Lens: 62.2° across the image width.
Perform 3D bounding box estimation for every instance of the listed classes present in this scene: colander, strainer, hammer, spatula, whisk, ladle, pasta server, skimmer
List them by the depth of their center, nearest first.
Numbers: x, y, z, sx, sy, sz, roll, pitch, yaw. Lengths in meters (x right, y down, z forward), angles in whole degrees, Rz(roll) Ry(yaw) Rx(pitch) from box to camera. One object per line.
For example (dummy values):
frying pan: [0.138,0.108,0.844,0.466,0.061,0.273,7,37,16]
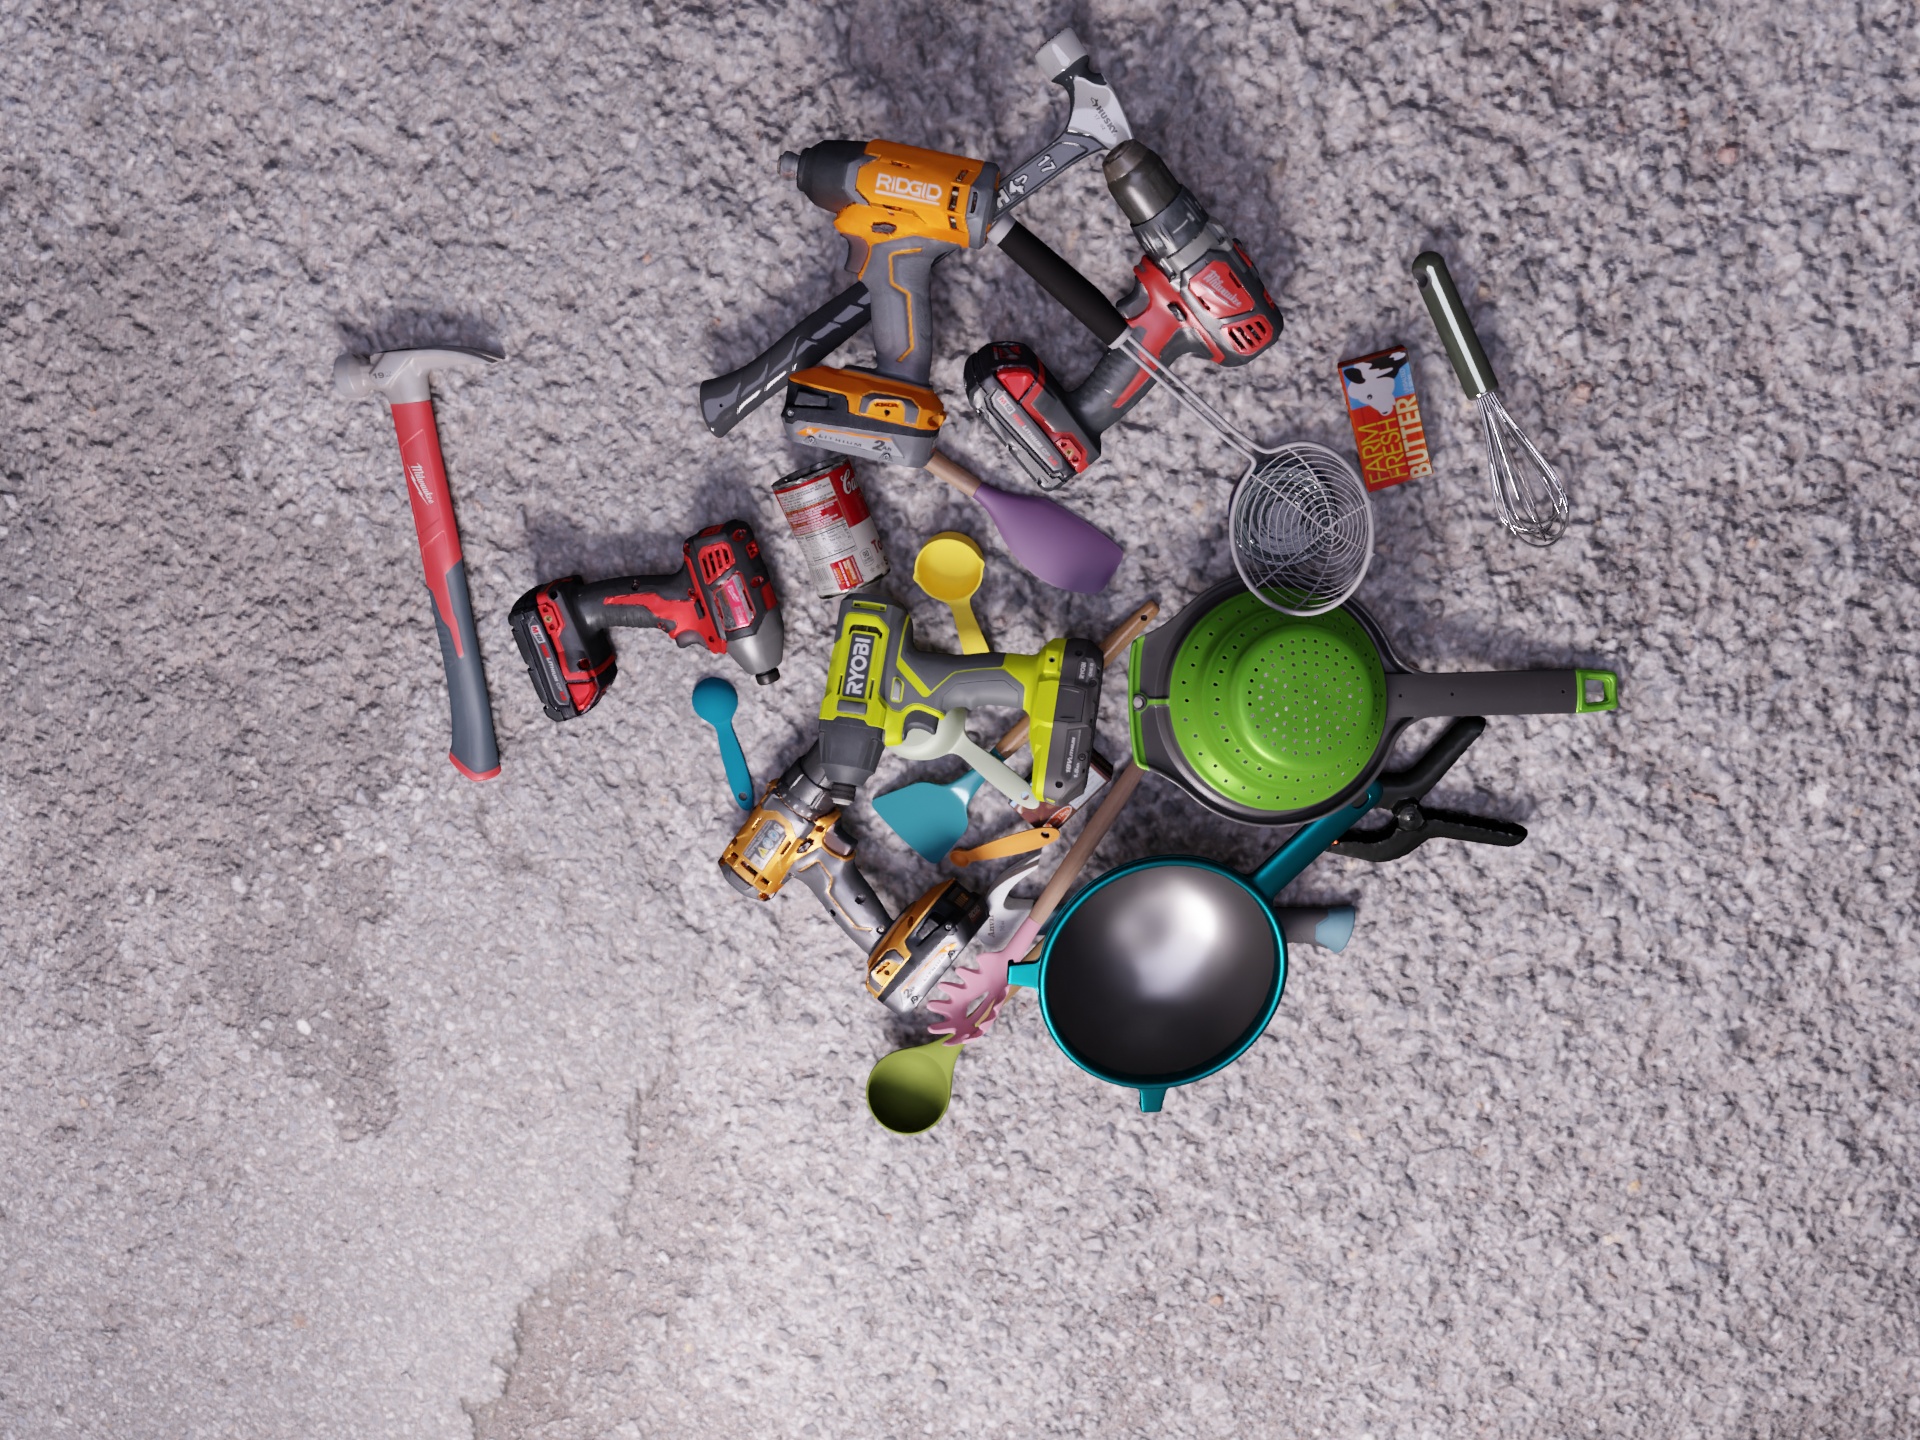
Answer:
skimmer: [0.153,-0.223,1.147,0.363,0.090,0.127,39,136,-13]
whisk: [0.402,-0.243,1.211,0.059,0.058,0.246,-31,101,-17]
colander: [0.333,-0.019,1.230,0.397,0.094,0.204,-2,90,-5]
hammer: [-0.040,-0.348,1.241,0.409,0.036,0.149,-33,103,16]
spatula: [-0.009,-0.202,1.306,0.316,0.018,0.060,33,94,-3]
strainer: [0.207,0.153,1.334,0.340,0.095,0.211,-43,108,5]
pasta server: [0.076,0.148,1.369,0.060,0.040,0.316,38,98,39]
spatula: [0.053,0.006,1.373,0.082,0.044,0.317,44,106,-7]
hammer: [-0.439,-0.131,1.398,0.143,0.038,0.386,-2,109,9]
hammer: [0.179,0.180,1.408,0.331,0.033,0.128,0,111,9]
ladle: [0.028,0.254,1.416,0.078,0.062,0.320,42,112,2]

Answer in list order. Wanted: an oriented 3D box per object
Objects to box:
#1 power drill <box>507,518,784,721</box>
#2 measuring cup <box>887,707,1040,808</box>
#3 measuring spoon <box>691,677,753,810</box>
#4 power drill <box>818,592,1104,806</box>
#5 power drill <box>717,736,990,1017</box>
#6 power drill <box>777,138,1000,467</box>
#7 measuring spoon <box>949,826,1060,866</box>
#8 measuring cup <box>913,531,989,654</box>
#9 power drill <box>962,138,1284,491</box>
power drill: [-0.261,-0.078,1.369,0.219,0.079,0.143,-15,107,12]
measuring cup: [-0.003,0.023,1.349,0.168,0.038,0.083,38,101,17]
measuring spoon: [-0.210,0.025,1.423,0.042,0.021,0.128,-11,107,13]
power drill: [-0.002,-0.004,1.299,0.223,0.080,0.171,8,82,7]
power drill: [-0.083,0.127,1.400,0.226,0.084,0.185,39,113,6]
power drill: [-0.071,-0.318,1.197,0.164,0.084,0.226,13,107,2]
measuring spoon: [0.039,0.109,1.401,0.117,0.011,0.021,-18,118,33]
measuring cup: [0.006,-0.089,1.349,0.062,0.029,0.156,-11,119,15]
power drill: [0.107,-0.303,1.201,0.226,0.080,0.187,-35,116,18]
